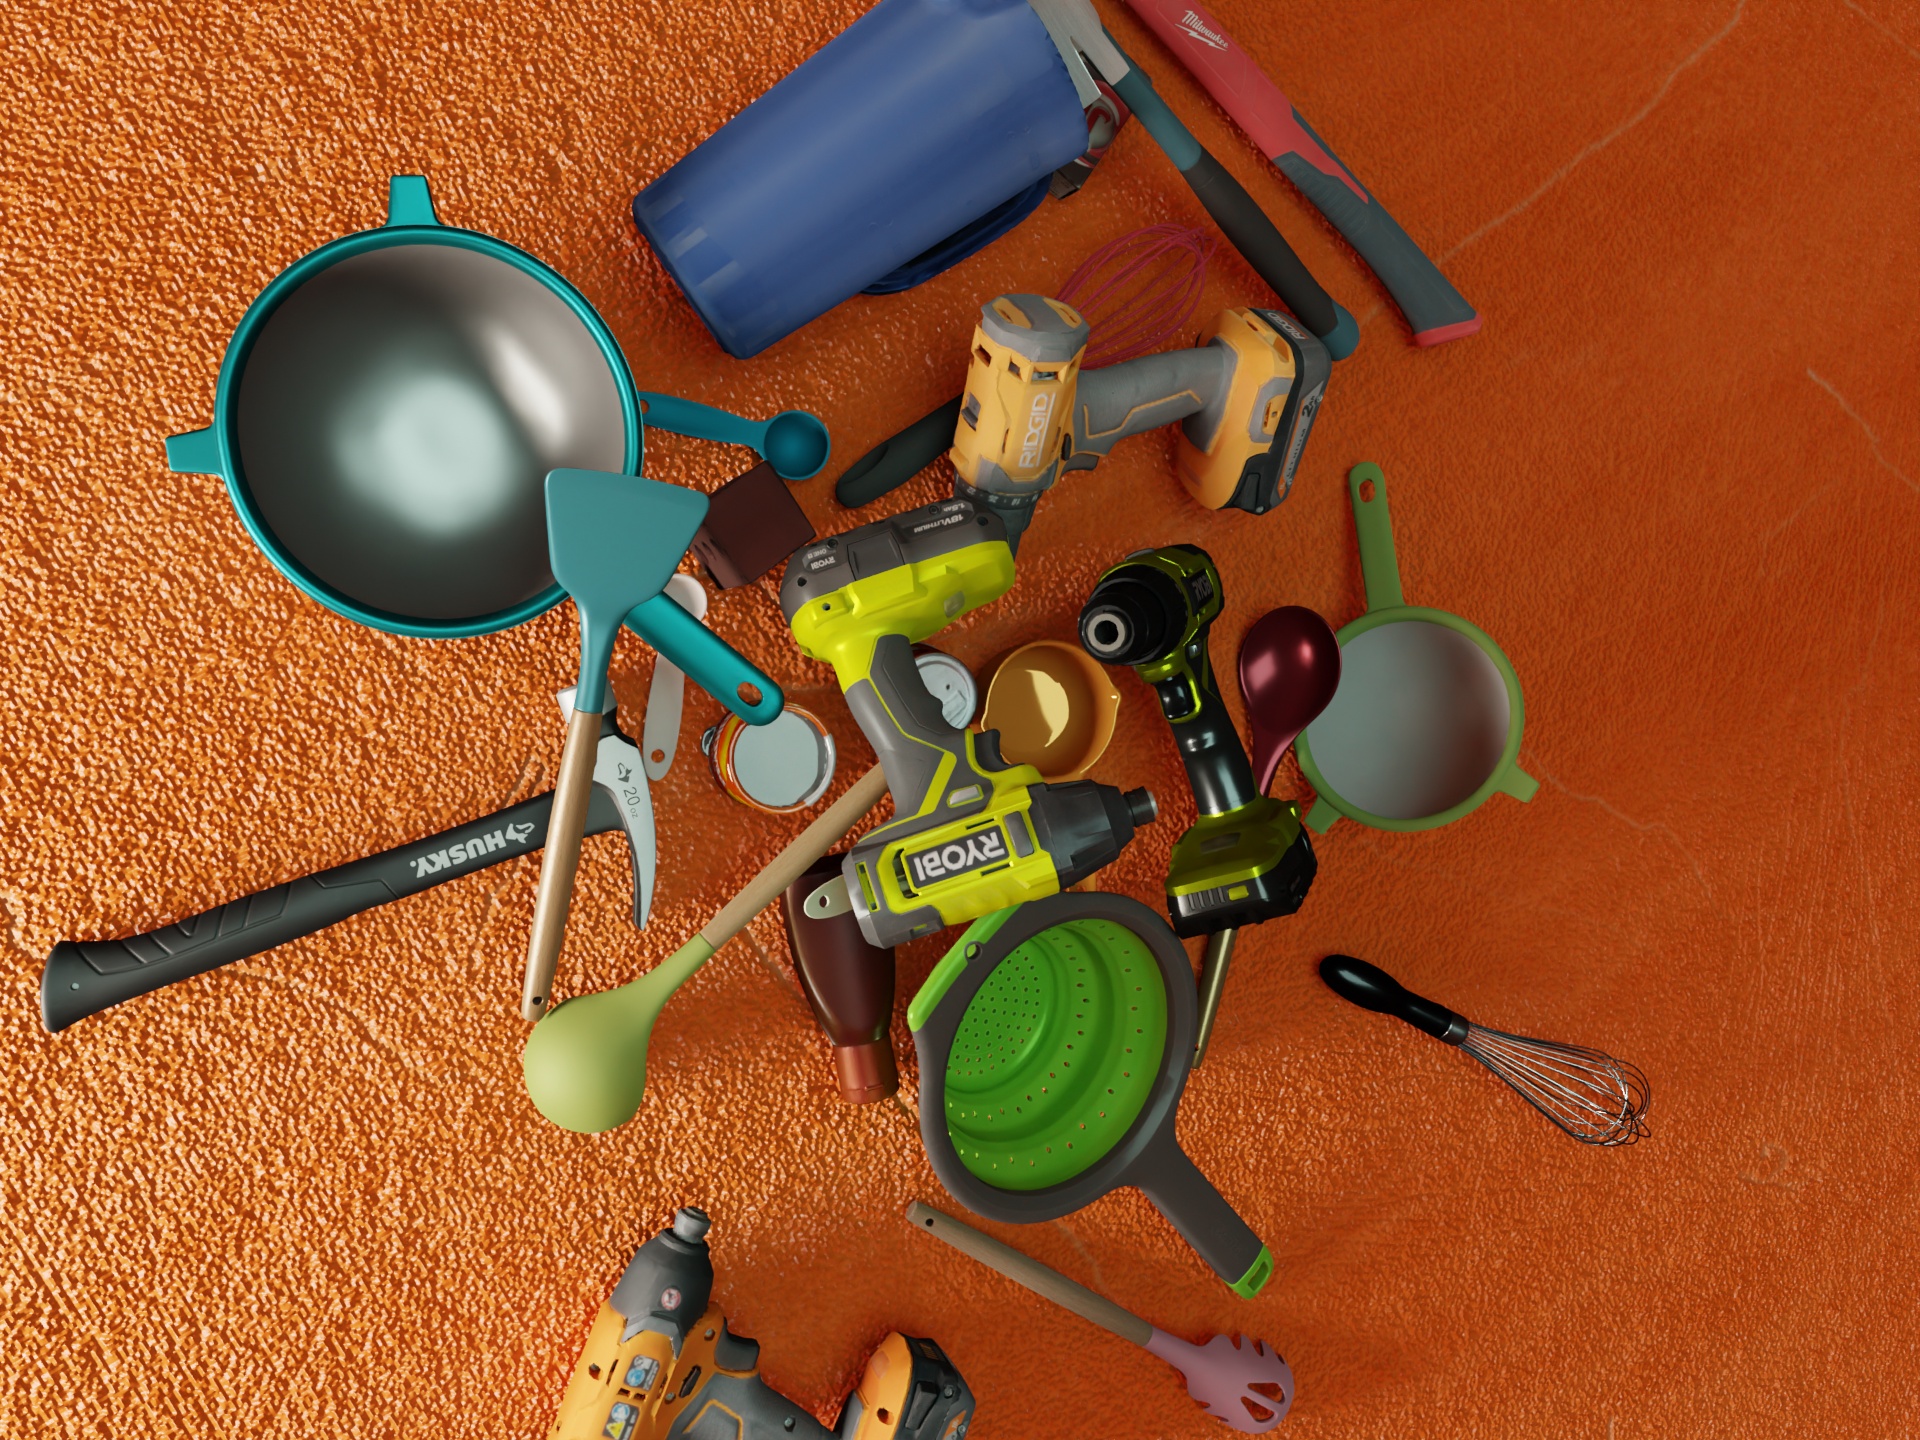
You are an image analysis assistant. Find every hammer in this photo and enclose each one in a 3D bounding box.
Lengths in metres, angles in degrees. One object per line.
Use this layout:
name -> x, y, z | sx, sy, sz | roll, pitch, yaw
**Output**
hammer -> 0.149, -0.341, 0.984 | 0.033, 0.128, 0.330 | -33, 128, 27
hammer -> 0.221, -0.403, 1.057 | 0.386, 0.038, 0.143 | 41, 77, -15
hammer -> -0.330, 0.097, 0.882 | 0.334, 0.035, 0.146 | -20, 97, -17

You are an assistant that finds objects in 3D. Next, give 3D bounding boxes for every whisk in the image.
whisk -> 0.043, -0.220, 0.992 | 0.296, 0.073, 0.073 | -37, 103, -10
whisk -> 0.370, 0.229, 1.120 | 0.284, 0.070, 0.070 | 27, 83, -12

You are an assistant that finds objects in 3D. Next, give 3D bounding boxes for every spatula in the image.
spatula -> -0.204, 0.021, 0.849 | 0.082, 0.044, 0.317 | 8, 105, -21

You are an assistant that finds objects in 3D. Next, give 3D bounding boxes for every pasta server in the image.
pasta server -> 0.097, 0.389, 1.043 | 0.316, 0.040, 0.060 | 32, 81, -13

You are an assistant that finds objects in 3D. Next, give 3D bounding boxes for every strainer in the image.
strainer -> -0.234, -0.115, 0.878 | 0.340, 0.095, 0.211 | 41, 90, -20
strainer -> 0.299, -0.048, 1.081 | 0.069, 0.151, 0.256 | 22, 60, -60

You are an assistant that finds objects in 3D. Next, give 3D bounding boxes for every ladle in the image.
ladle -> -0.124, 0.112, 0.925 | 0.320, 0.062, 0.078 | -43, 74, -9
ladle -> 0.192, 0.079, 1.062 | 0.069, 0.031, 0.315 | 14, 91, 24

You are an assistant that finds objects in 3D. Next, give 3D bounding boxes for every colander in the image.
colander -> 0.082, 0.246, 1.010 | 0.204, 0.095, 0.396 | -48, 123, -16

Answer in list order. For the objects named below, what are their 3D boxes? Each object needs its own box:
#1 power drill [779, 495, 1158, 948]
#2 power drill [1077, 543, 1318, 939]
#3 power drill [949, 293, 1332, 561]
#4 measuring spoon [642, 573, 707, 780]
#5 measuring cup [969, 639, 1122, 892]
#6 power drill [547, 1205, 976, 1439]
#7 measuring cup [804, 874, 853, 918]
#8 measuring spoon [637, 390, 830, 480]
power drill -> -0.001, -0.003, 0.888 | 0.171, 0.080, 0.223 | -19, 72, -1
power drill -> 0.138, 0.009, 0.960 | 0.080, 0.190, 0.228 | -17, 96, 22
power drill -> 0.098, -0.167, 0.979 | 0.226, 0.084, 0.185 | -7, 131, -25
measuring spoon -> -0.175, -0.026, 0.946 | 0.034, 0.018, 0.124 | 7, 96, -19
measuring cup -> 0.056, 0.034, 1.005 | 0.095, 0.052, 0.173 | -13, 97, -18
power drill -> -0.111, 0.393, 0.943 | 0.226, 0.084, 0.164 | 23, 84, -14
measuring cup -> -0.036, 0.084, 0.953 | 0.167, 0.038, 0.083 | -21, 100, -40
measuring spoon -> -0.142, -0.174, 0.953 | 0.128, 0.021, 0.042 | 13, 88, -10
